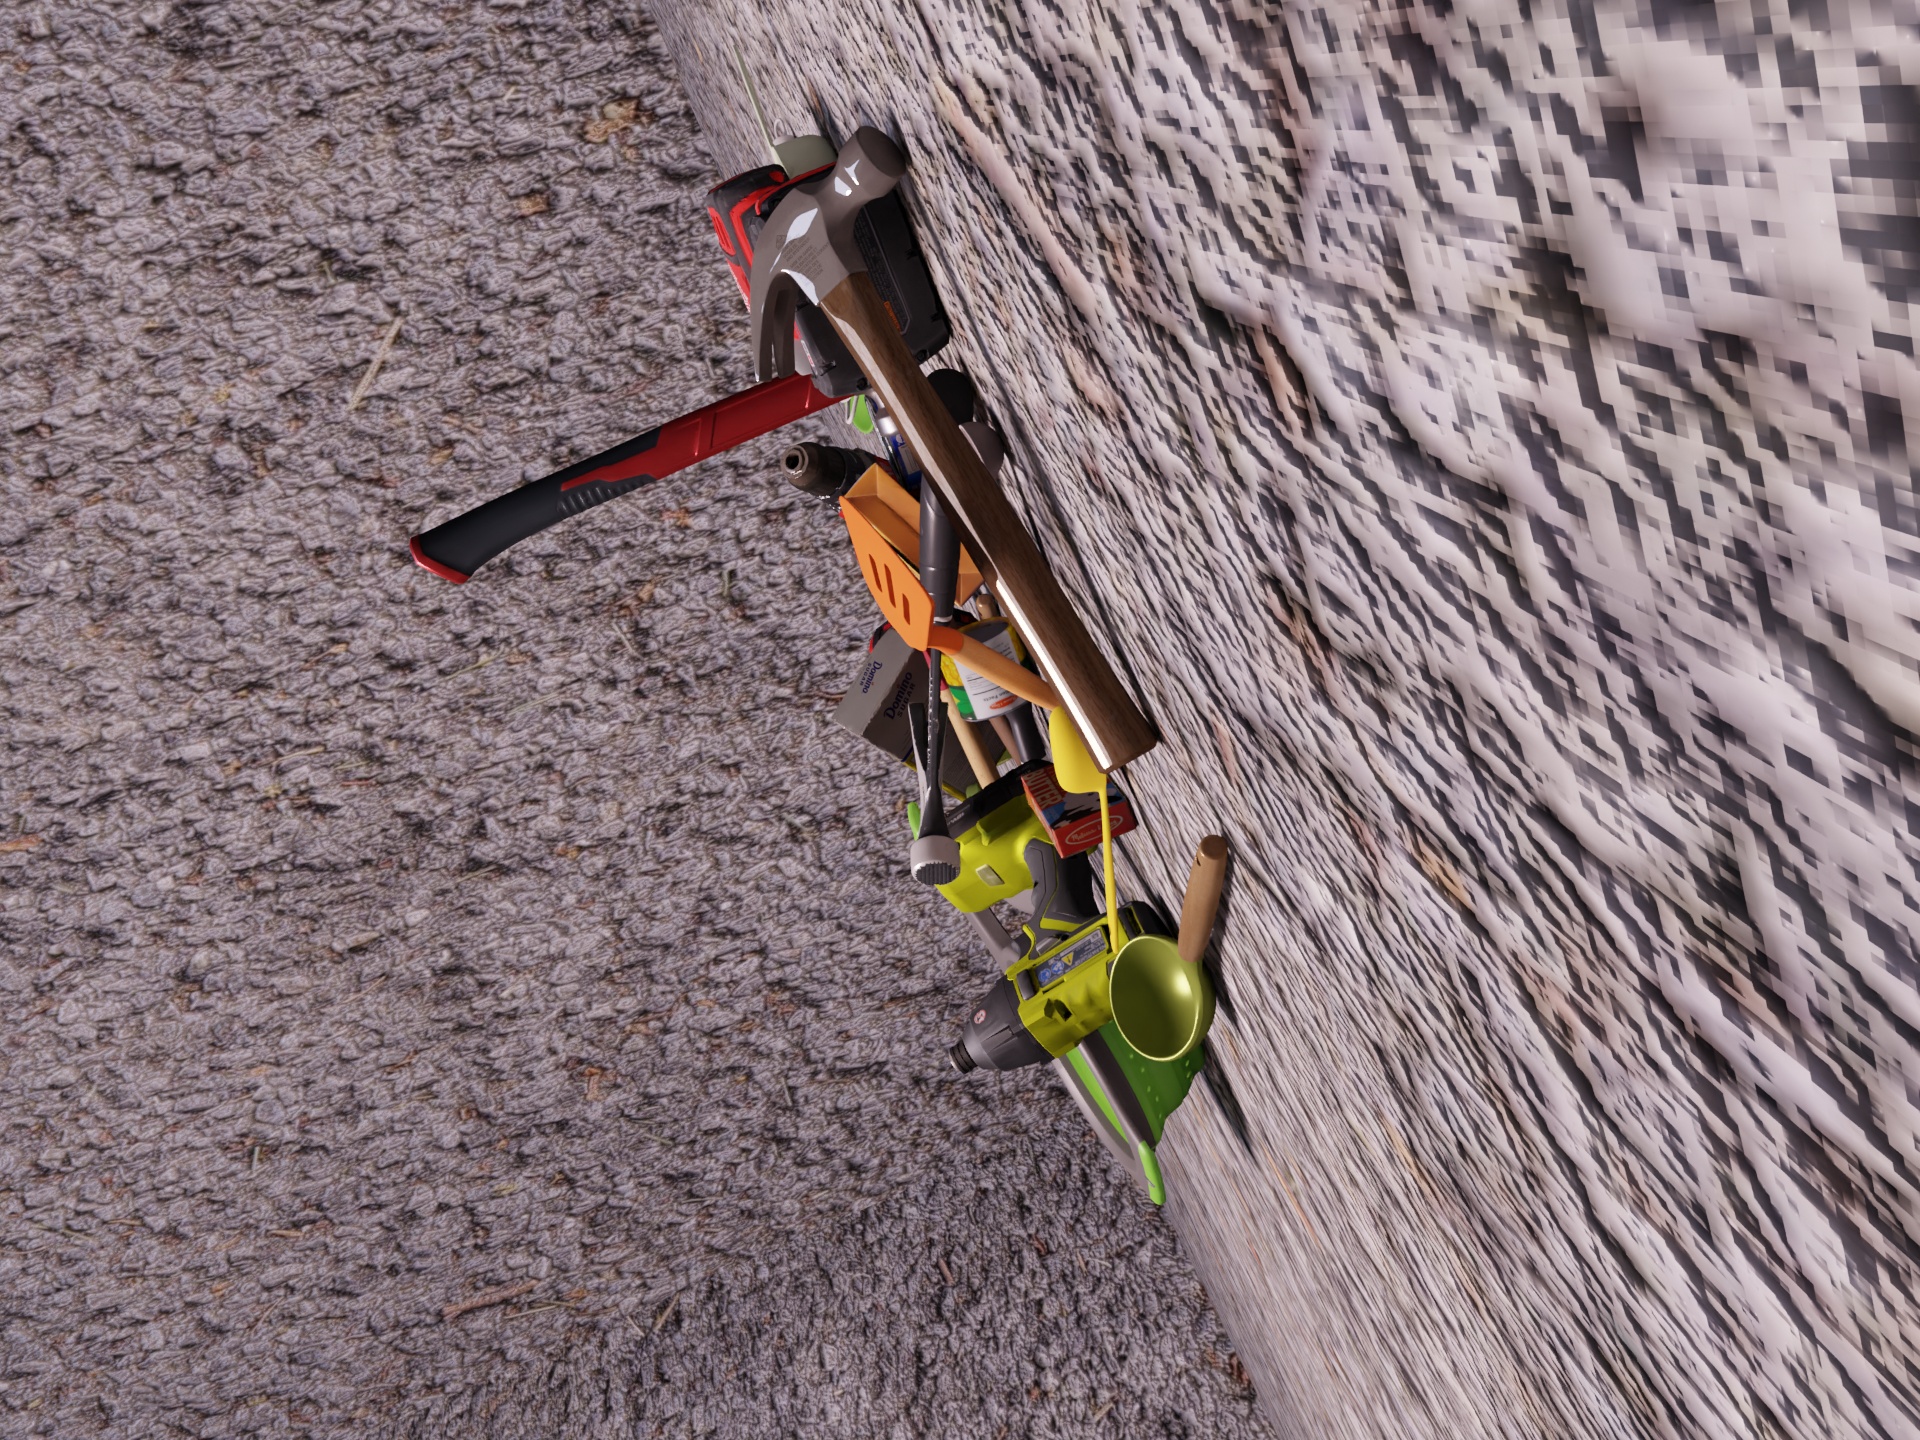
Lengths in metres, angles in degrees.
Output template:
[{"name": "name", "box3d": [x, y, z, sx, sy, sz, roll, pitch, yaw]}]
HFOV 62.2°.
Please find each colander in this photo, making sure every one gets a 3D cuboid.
[{"name": "colander", "box3d": [0.083, 0.189, 1.274, 0.398, 0.094, 0.204, 53, 168, 36]}]

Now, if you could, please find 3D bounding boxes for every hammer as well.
[{"name": "hammer", "box3d": [-0.228, -0.211, 1.171, 0.038, 0.386, 0.143, -120, 7, -73]}, {"name": "hammer", "box3d": [-0.014, -0.061, 1.046, 0.408, 0.036, 0.149, 93, 174, -51]}, {"name": "hammer", "box3d": [-0.003, -0.120, 0.799, 0.031, 0.130, 0.331, -27, -95, -51]}]

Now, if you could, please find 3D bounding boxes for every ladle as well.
[{"name": "ladle", "box3d": [0.115, 0.122, 0.865, 0.320, 0.062, 0.078, 79, 172, -67]}, {"name": "ladle", "box3d": [-0.002, -0.004, 1.262, 0.069, 0.031, 0.315, -81, -32, -66]}]

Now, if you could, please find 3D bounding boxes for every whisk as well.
[{"name": "whisk", "box3d": [0.073, 0.067, 1.327, 0.070, 0.070, 0.284, -122, 14, -74]}]

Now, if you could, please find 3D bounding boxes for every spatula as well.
[{"name": "spatula", "box3d": [0.012, -0.046, 0.933, 0.081, 0.041, 0.322, 50, -169, 24]}]

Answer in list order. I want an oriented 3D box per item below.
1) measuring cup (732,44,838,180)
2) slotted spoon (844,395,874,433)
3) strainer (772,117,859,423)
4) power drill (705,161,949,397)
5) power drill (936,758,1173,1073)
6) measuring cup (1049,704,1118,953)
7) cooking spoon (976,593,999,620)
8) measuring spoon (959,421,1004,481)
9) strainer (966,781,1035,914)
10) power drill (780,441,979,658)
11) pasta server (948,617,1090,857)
[{"name": "measuring cup", "box3d": [-0.111, -0.393, 1.073, 0.083, 0.038, 0.168, 76, 172, -76]}, {"name": "slotted spoon", "box3d": [-0.092, -0.326, 1.424, 0.313, 0.031, 0.070, 109, 137, -84]}, {"name": "strainer", "box3d": [-0.104, -0.356, 1.248, 0.087, 0.050, 0.258, -30, 77, 62]}, {"name": "power drill", "box3d": [-0.087, -0.261, 0.954, 0.143, 0.078, 0.220, 67, 169, -23]}, {"name": "power drill", "box3d": [0.050, 0.142, 1.142, 0.080, 0.171, 0.223, 50, -168, -34]}, {"name": "measuring cup", "box3d": [0.076, 0.065, 0.968, 0.062, 0.029, 0.156, 168, 96, -88]}, {"name": "cooking spoon", "box3d": [0.043, -0.028, 1.419, 0.069, 0.017, 0.318, 51, 171, 26]}, {"name": "measuring spoon", "box3d": [0.034, -0.116, 0.891, 0.124, 0.018, 0.034, 60, 179, -30]}, {"name": "strainer", "box3d": [0.036, 0.107, 1.423, 0.256, 0.069, 0.152, 40, -145, -61]}, {"name": "power drill", "box3d": [-0.070, -0.146, 1.427, 0.187, 0.080, 0.227, 8, -124, -62]}, {"name": "pasta server", "box3d": [0.040, 0.023, 1.349, 0.316, 0.040, 0.060, 59, -161, -29]}]
